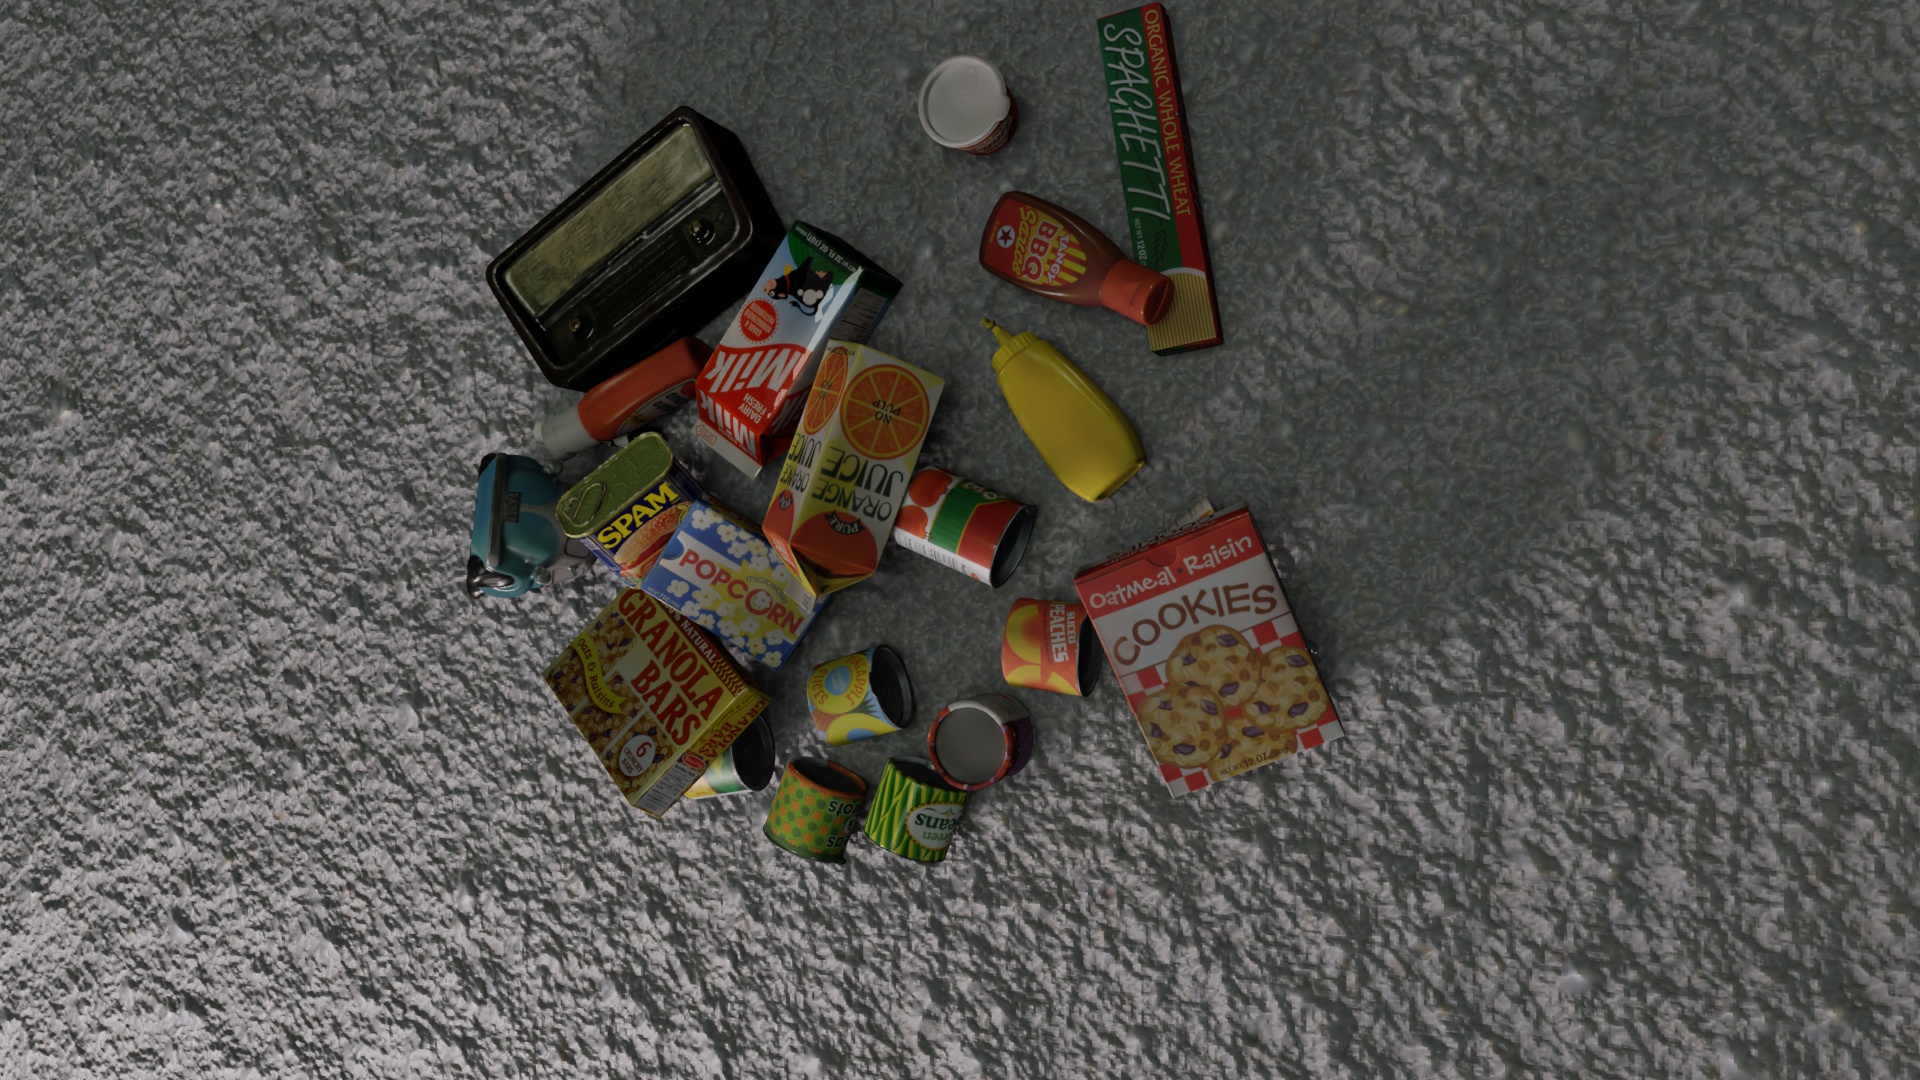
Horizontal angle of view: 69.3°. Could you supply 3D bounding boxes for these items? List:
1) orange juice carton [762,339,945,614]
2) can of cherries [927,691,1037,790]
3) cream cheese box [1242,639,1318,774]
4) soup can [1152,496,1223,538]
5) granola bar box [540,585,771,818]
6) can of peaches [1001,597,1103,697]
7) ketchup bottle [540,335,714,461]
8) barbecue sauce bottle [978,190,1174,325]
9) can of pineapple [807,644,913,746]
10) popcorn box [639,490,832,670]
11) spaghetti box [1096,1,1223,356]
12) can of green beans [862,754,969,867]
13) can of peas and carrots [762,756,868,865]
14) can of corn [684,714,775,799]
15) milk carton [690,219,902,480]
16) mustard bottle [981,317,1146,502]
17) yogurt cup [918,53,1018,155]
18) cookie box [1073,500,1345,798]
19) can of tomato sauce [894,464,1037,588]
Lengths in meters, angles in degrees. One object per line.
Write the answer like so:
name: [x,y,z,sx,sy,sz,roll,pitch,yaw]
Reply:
orange juice carton: [-0.087,-0.044,1.015,0.072,0.073,0.192,23,93,64]
can of cherries: [0.016,0.150,1.021,0.071,0.058,0.071,0,89,20]
cream cheese box: [0.202,0.106,0.971,0.053,0.024,0.103,31,100,18]
soup can: [0.161,0.022,0.965,0.083,0.071,0.071,-40,77,16]
granola bar box: [-0.239,0.115,1.081,0.124,0.039,0.166,-46,52,-3]
can of peaches: [0.066,0.075,0.997,0.058,0.071,0.071,6,92,21]
ketchup bottle: [-0.266,-0.113,1.117,0.148,0.065,0.043,-26,83,11]
barbecue sauce bottle: [0.083,-0.197,0.989,0.149,0.044,0.064,32,110,32]
can of pineapple: [-0.076,0.117,1.050,0.058,0.071,0.071,-19,84,19]
popcorn box: [-0.170,0.031,1.075,0.126,0.038,0.085,33,103,-11]
spaghetti box: [0.142,-0.259,0.994,0.050,0.029,0.250,-10,86,20]
can of green beans: [-0.032,0.199,1.035,0.071,0.071,0.057,23,97,19]
can of peas and carrots: [-0.109,0.206,1.063,0.071,0.071,0.058,23,97,19]
can of corn: [-0.188,0.165,1.092,0.058,0.071,0.071,-12,86,20]
milk carton: [-0.135,-0.143,1.071,0.072,0.073,0.190,37,102,16]
mustard bottle: [0.067,-0.104,1.010,0.065,0.049,0.160,-40,76,16]
yogurt cup: [0.009,-0.319,1.030,0.072,0.054,0.072,0,90,20]
cookie box: [0.165,0.073,0.922,0.123,0.040,0.167,-23,101,12]
can of tomato sauce: [0.004,-0.013,1.024,0.083,0.071,0.071,24,98,19]
